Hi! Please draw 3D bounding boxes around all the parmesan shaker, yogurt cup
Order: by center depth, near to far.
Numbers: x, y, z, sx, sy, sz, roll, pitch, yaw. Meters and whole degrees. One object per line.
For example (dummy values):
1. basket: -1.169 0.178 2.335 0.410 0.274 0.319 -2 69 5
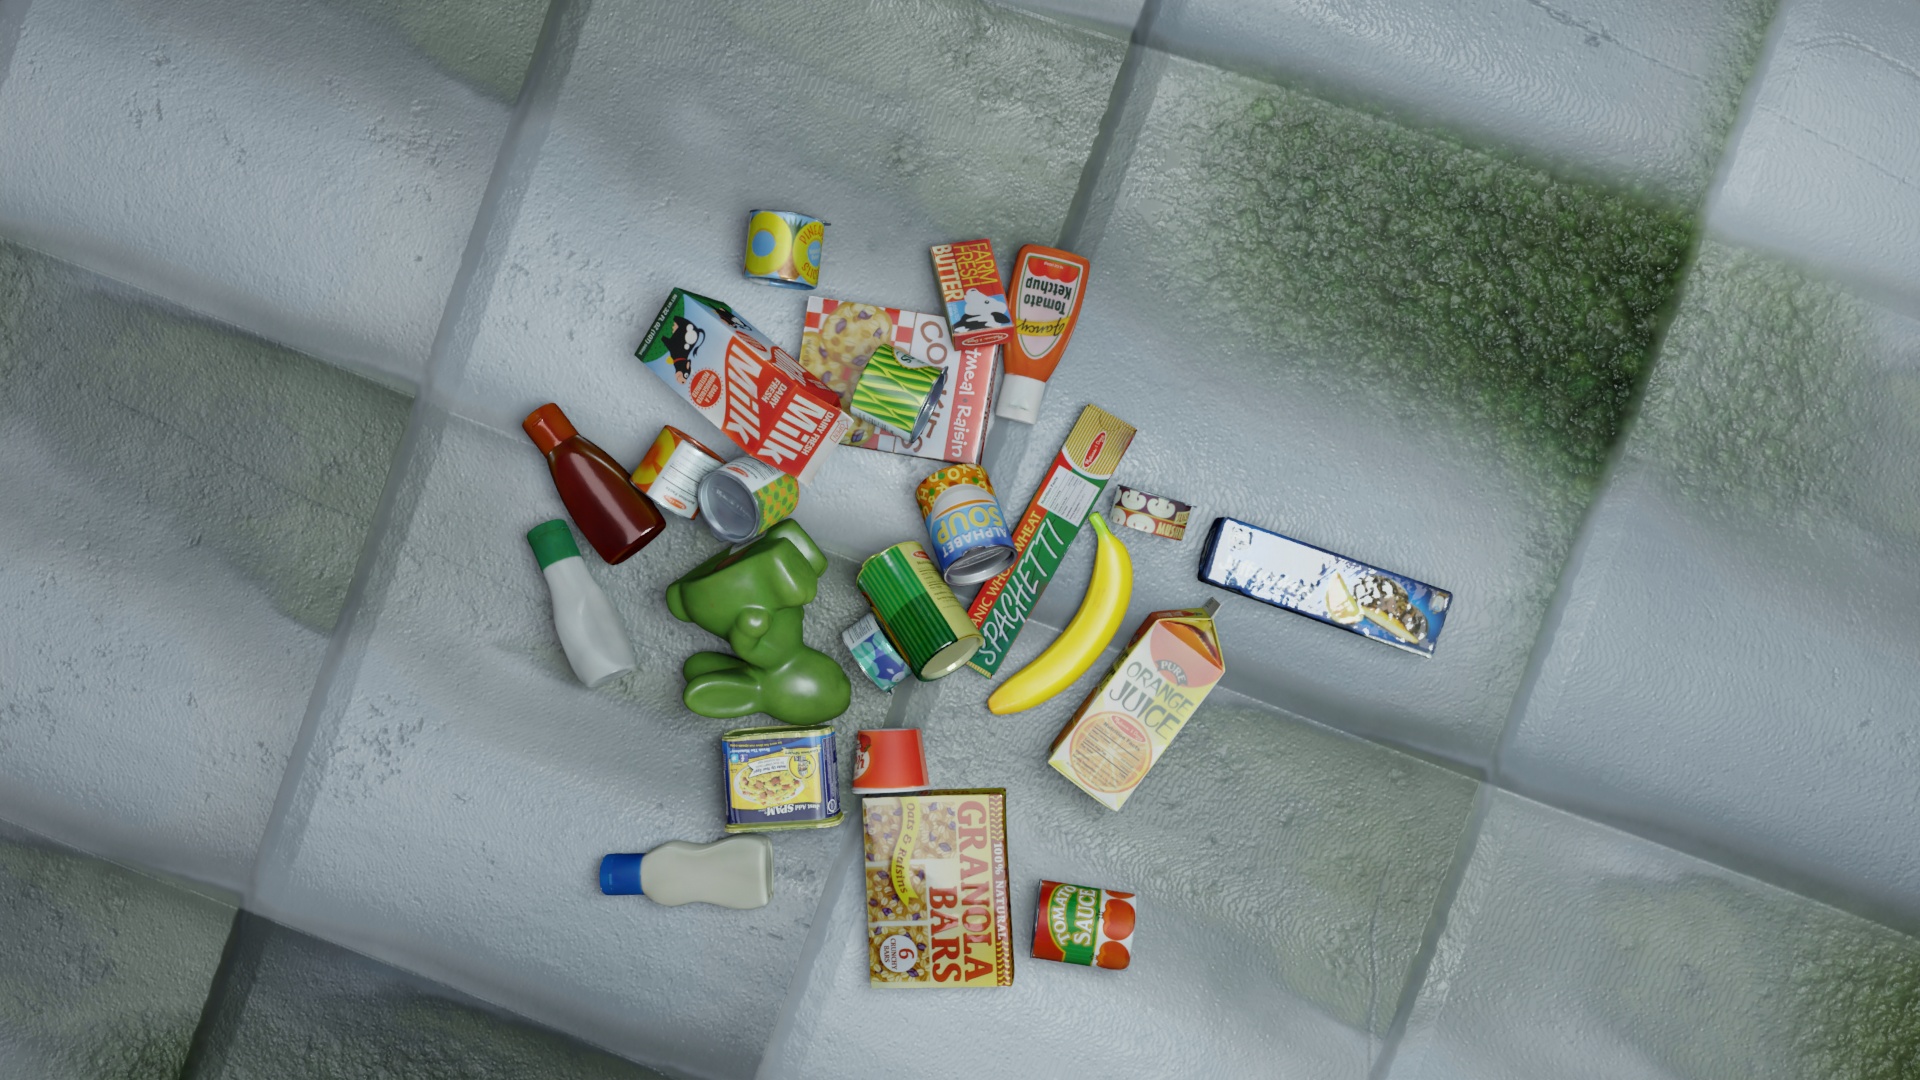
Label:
1. parmesan shaker: -0.036 0.060 1.172 0.071 0.071 0.103 -36 65 4
2. yogurt cup: -0.061 0.189 1.197 0.072 0.072 0.054 -3 83 4

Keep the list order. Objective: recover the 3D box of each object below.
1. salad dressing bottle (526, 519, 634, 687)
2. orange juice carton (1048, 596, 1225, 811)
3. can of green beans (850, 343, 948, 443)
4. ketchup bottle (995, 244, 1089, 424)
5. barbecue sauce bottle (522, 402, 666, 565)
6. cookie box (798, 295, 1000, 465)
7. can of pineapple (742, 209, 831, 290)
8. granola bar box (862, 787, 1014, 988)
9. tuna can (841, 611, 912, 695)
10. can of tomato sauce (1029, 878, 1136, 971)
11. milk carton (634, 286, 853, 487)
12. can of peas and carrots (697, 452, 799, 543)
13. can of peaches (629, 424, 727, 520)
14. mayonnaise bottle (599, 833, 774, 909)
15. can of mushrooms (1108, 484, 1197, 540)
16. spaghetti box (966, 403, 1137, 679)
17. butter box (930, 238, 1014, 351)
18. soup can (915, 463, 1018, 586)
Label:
1. salad dressing bottle: -0.335 0.054 1.218 0.044 0.064 0.148 -29 80 20
2. orange juice carton: 0.159 0.127 1.176 0.073 0.072 0.192 37 93 3
3. can of green beans: -0.051 -0.122 1.150 0.058 0.071 0.071 26 93 5
4. ketchup bottle: 0.064 -0.175 1.194 0.065 0.043 0.148 14 92 -3
5. barbecue sauce bottle: -0.327 -0.053 1.223 0.065 0.044 0.148 -38 87 5
6. cookie box: -0.056 -0.137 1.205 0.167 0.040 0.123 10 92 5
7. can of pineapple: -0.151 -0.250 1.196 0.071 0.071 0.058 7 93 4
8. granola bar box: -0.019 0.301 1.207 0.124 0.039 0.165 -3 90 5
9. tuna can: -0.069 0.097 1.195 0.033 0.071 0.071 -37 88 4
10. can of tomato sauce: 0.104 0.327 1.183 0.083 0.071 0.071 8 92 3
11. milk carton: -0.175 -0.127 1.166 0.191 0.073 0.072 40 104 20
12. can of peas and carrots: -0.181 -0.037 1.186 0.071 0.059 0.070 15 121 27
13. can of peaches: -0.245 -0.060 1.207 0.071 0.071 0.058 34 93 3
14. mayonnaise bottle: -0.240 0.292 1.223 0.148 0.041 0.064 -2 89 5
15. can of mushrooms: 0.163 -0.023 1.176 0.071 0.071 0.033 16 93 4
16. spaghetti box: 0.069 0.001 1.202 0.050 0.029 0.250 30 93 3
17. butter box: 0.009 -0.210 1.178 0.053 0.024 0.104 -9 58 -7
18. soup can: 0.004 -0.015 1.172 0.071 0.071 0.084 -22 66 4
